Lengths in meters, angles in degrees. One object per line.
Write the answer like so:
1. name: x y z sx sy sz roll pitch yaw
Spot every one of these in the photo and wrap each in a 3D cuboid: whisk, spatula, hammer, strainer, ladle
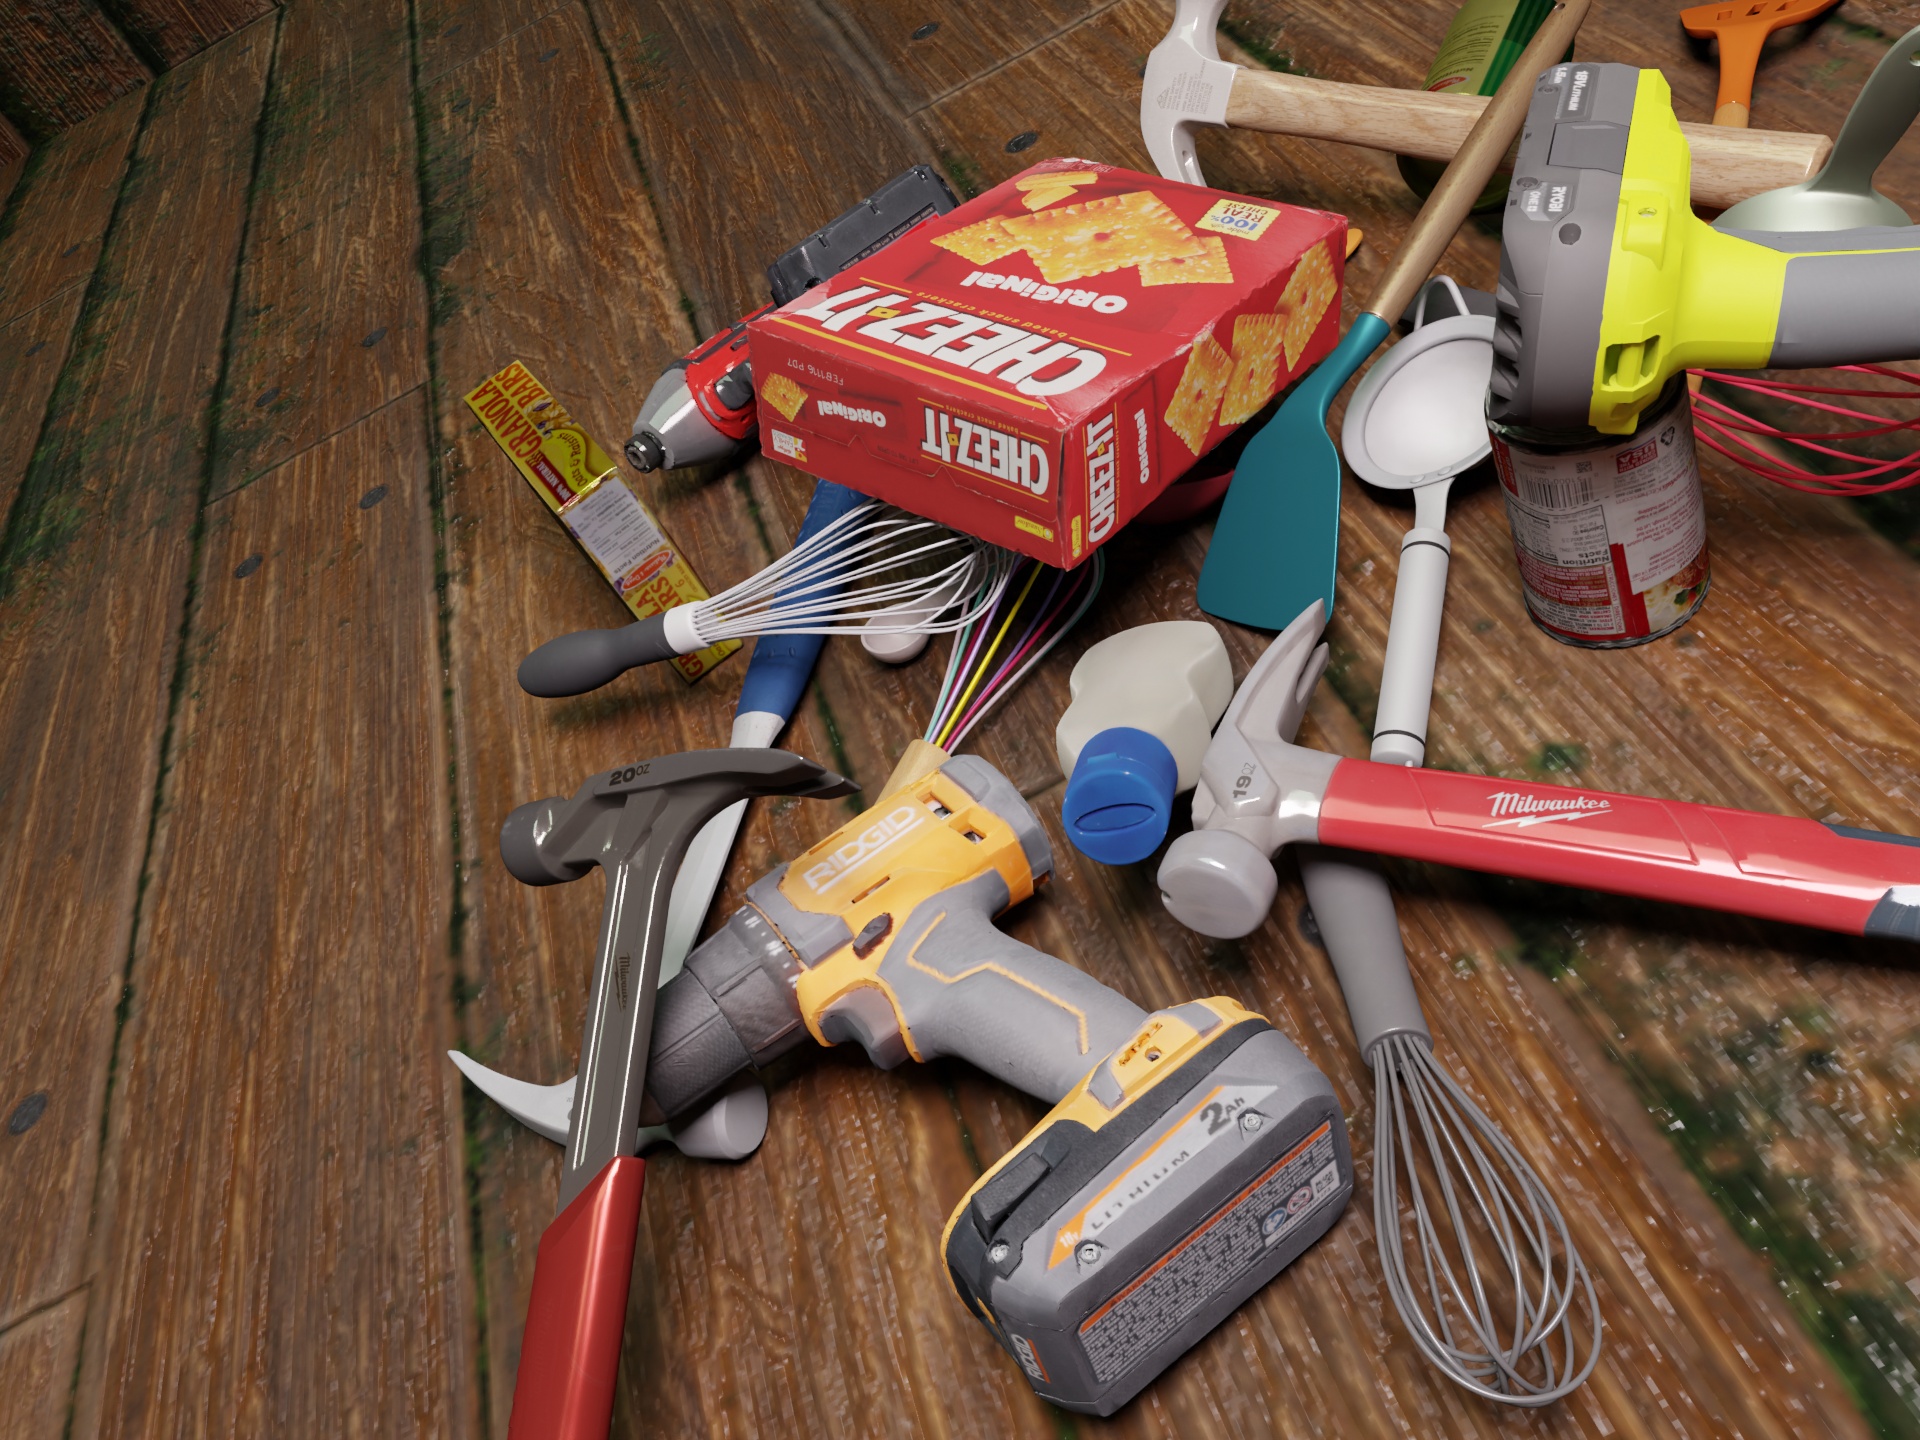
1. whisk: 0.271 -0.148 0.639 0.073 0.073 0.296 -38 32 -8
2. spatula: 0.194 -0.182 0.680 0.317 0.044 0.082 -57 32 -9
3. hammer: -0.102 0.009 0.735 0.144 0.035 0.406 -5 48 26
4. spatula: 0.356 -0.257 0.737 0.081 0.041 0.323 4 57 32
5. strainer: 0.189 -0.074 0.645 0.087 0.050 0.259 -12 50 40
6. hammer: -0.111 0.184 0.484 0.149 0.036 0.359 -11 64 36
7. hammer: 0.228 -0.276 0.748 0.331 0.130 0.031 24 21 33
8. whisk: 0.141 0.102 0.502 0.055 0.055 0.239 -20 39 12
9. whisk: -0.097 -0.050 0.720 0.284 0.070 0.070 -14 44 29
10. ladle: 0.025 -0.153 0.821 0.069 0.031 0.316 -14 31 -30
11. hammer: 0.262 0.036 0.474 0.386 0.038 0.143 8 46 28
12. whisk: -0.001 -0.001 0.691 0.047 0.051 0.245 -6 48 54

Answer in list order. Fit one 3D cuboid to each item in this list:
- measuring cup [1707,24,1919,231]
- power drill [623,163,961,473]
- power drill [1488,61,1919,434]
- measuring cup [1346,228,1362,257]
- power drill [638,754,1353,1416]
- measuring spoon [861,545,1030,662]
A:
1. measuring cup: 0.325 -0.186 0.587 0.083 0.167 0.038 11 75 13
2. power drill: -0.089 -0.196 0.839 0.143 0.078 0.220 -44 18 -32
3. power drill: 0.289 -0.148 0.494 0.223 0.080 0.171 8 50 20
4. measuring cup: 0.129 -0.214 0.801 0.173 0.052 0.095 -38 42 -4
5. power drill: -0.009 0.118 0.528 0.185 0.084 0.226 -34 42 -17
6. measuring spoon: 0.008 -0.063 0.761 0.124 0.018 0.034 -34 42 -13
